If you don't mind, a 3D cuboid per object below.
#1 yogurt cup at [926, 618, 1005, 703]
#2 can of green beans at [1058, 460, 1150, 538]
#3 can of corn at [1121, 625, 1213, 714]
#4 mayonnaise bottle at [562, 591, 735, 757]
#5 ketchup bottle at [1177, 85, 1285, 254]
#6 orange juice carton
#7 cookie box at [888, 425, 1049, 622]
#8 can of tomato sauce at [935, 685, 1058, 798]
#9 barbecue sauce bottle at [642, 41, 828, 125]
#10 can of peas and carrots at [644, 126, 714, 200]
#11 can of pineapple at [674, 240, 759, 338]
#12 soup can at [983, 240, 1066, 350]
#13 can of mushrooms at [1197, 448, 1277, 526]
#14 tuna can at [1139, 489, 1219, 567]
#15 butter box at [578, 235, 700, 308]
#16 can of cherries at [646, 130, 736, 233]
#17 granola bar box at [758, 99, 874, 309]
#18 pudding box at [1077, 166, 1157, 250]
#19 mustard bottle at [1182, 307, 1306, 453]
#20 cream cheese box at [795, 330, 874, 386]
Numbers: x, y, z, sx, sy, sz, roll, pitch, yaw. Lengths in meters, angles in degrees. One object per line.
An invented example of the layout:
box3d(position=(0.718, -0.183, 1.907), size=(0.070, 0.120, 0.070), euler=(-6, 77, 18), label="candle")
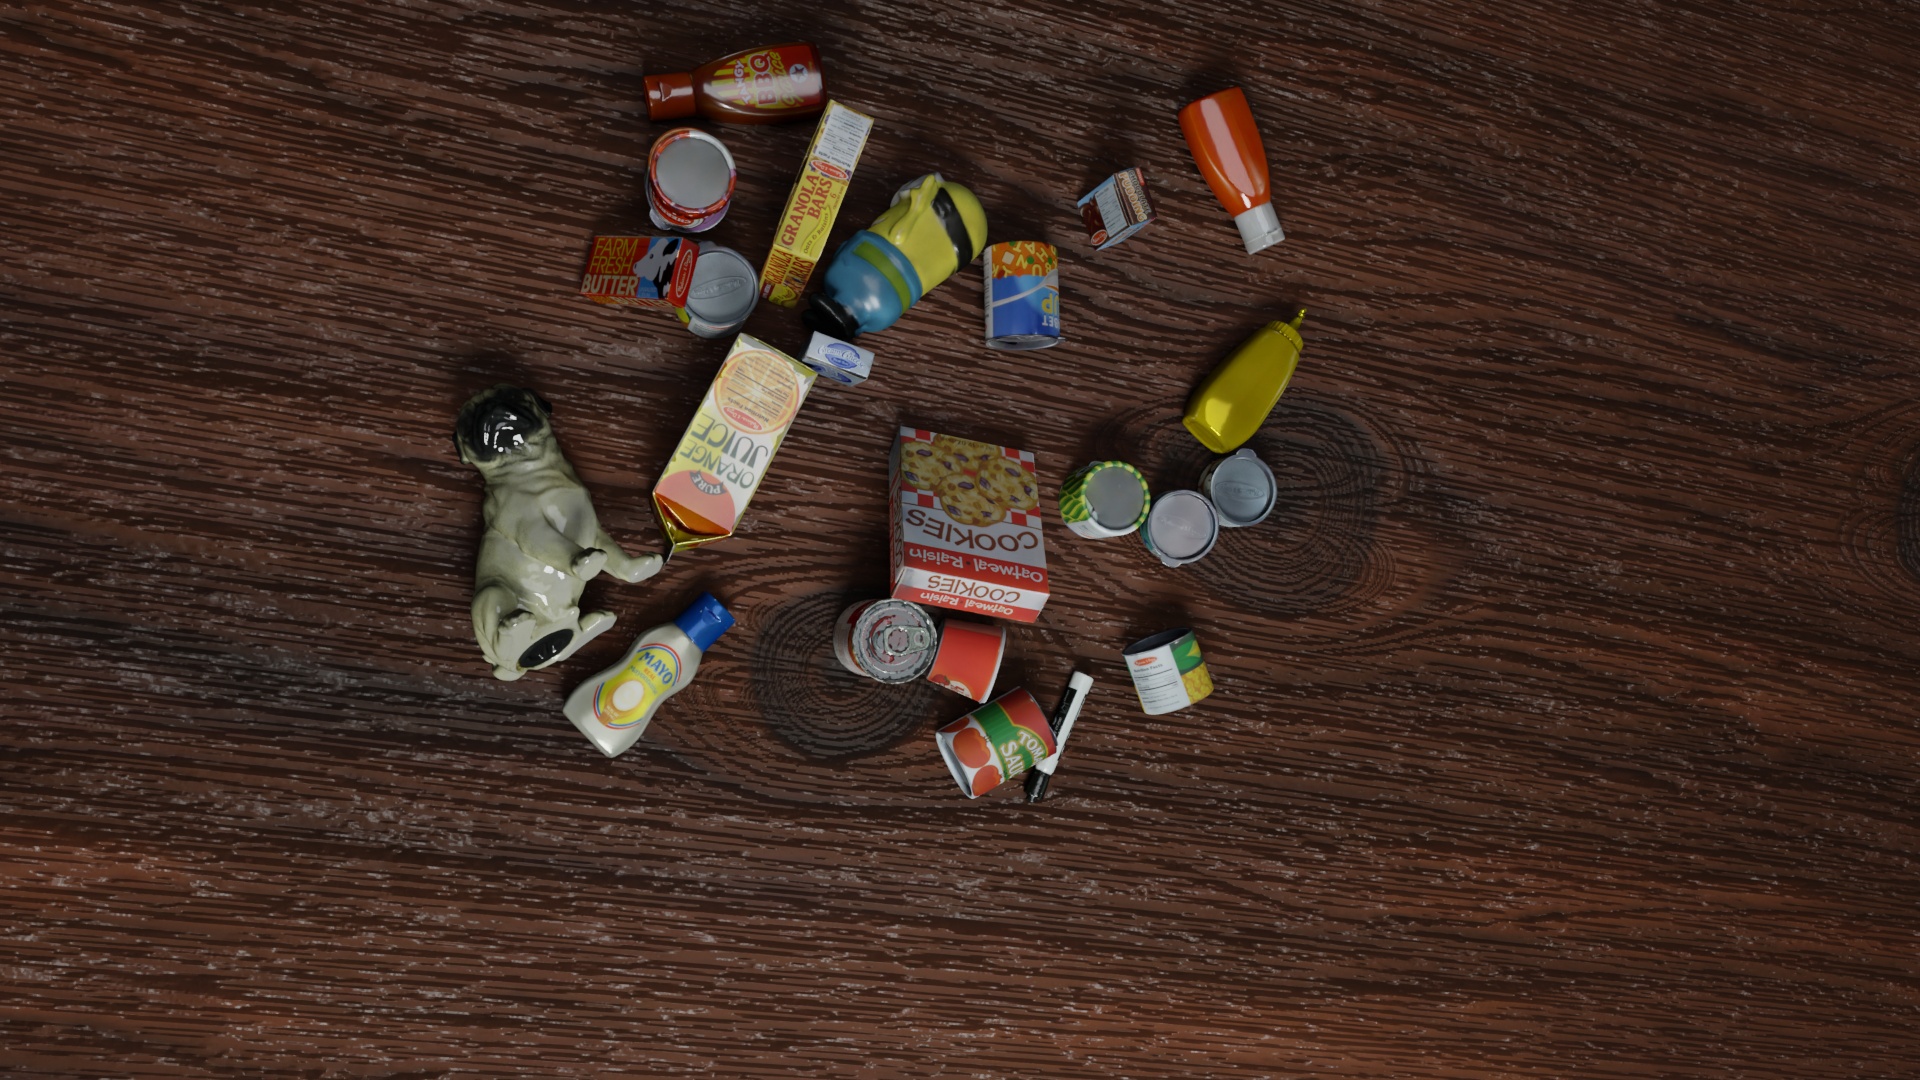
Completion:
box3d(position=(0.004, 0.099, 1.183), size=(0.054, 0.072, 0.072), euler=(17, 83, -6), label="yogurt cup")
box3d(position=(0.127, -0.036, 1.226), size=(0.071, 0.058, 0.071), euler=(1, 87, -15), label="can of green beans")
box3d(position=(0.185, 0.114, 1.231), size=(0.071, 0.071, 0.058), euler=(-22, 94, -15), label="can of corn")
box3d(position=(-0.248, 0.104, 1.125), size=(0.148, 0.041, 0.064), euler=(-45, 97, -13), label="mayonnaise bottle")
box3d(position=(0.257, -0.341, 1.287), size=(0.065, 0.043, 0.148), euler=(-24, 93, -14), label="ketchup bottle")
box3d(position=(-0.196, -0.066, 1.133), size=(0.073, 0.071, 0.193), euler=(29, 80, -12), label="orange juice carton")
box3d(position=(0.004, -0.014, 1.153), size=(0.123, 0.040, 0.168), euler=(11, 44, -15), label="cookie box")
box3d(position=(0.031, 0.173, 1.182), size=(0.083, 0.071, 0.071), euler=(-27, 94, -14), label="can of tomato sauce")
box3d(position=(-0.190, -0.380, 1.168), size=(0.149, 0.043, 0.065), euler=(-12, 92, -15), label="barbecue sauce bottle")
box3d(position=(-0.225, -0.303, 1.146), size=(0.071, 0.058, 0.071), euler=(1, 87, -16), label="can of peas and carrots")
box3d(position=(-0.202, -0.206, 1.147), size=(0.071, 0.058, 0.071), euler=(1, 87, -15), label="can of pineapple")
box3d(position=(0.056, -0.213, 1.212), size=(0.071, 0.071, 0.084), euler=(0, 87, -15), label="soup can")
box3d(position=(0.254, -0.048, 1.275), size=(0.071, 0.033, 0.071), euler=(1, 87, -14), label="can of mushrooms")
box3d(position=(0.196, -0.010, 1.252), size=(0.071, 0.033, 0.071), euler=(0, 91, -6), label="tuna can")
box3d(position=(-0.258, -0.217, 1.117), size=(0.024, 0.103, 0.053), euler=(23, 78, -56), label="butter box")
box3d(position=(-0.212, -0.278, 1.086), size=(0.071, 0.058, 0.071), euler=(1, 87, -15), label="can of cherries")
box3d(position=(-0.121, -0.265, 1.117), size=(0.039, 0.165, 0.124), euler=(22, 82, -11), label="granola bar box")
box3d(position=(0.138, -0.294, 1.232), size=(0.030, 0.083, 0.049), euler=(-21, 92, -18), label="pudding box")
box3d(position=(0.272, -0.153, 1.278), size=(0.065, 0.048, 0.160), euler=(43, 77, -9), label="mustard bottle")
box3d(position=(-0.105, -0.149, 1.147), size=(0.053, 0.104, 0.024), euler=(20, 89, -12), label="cream cheese box")
